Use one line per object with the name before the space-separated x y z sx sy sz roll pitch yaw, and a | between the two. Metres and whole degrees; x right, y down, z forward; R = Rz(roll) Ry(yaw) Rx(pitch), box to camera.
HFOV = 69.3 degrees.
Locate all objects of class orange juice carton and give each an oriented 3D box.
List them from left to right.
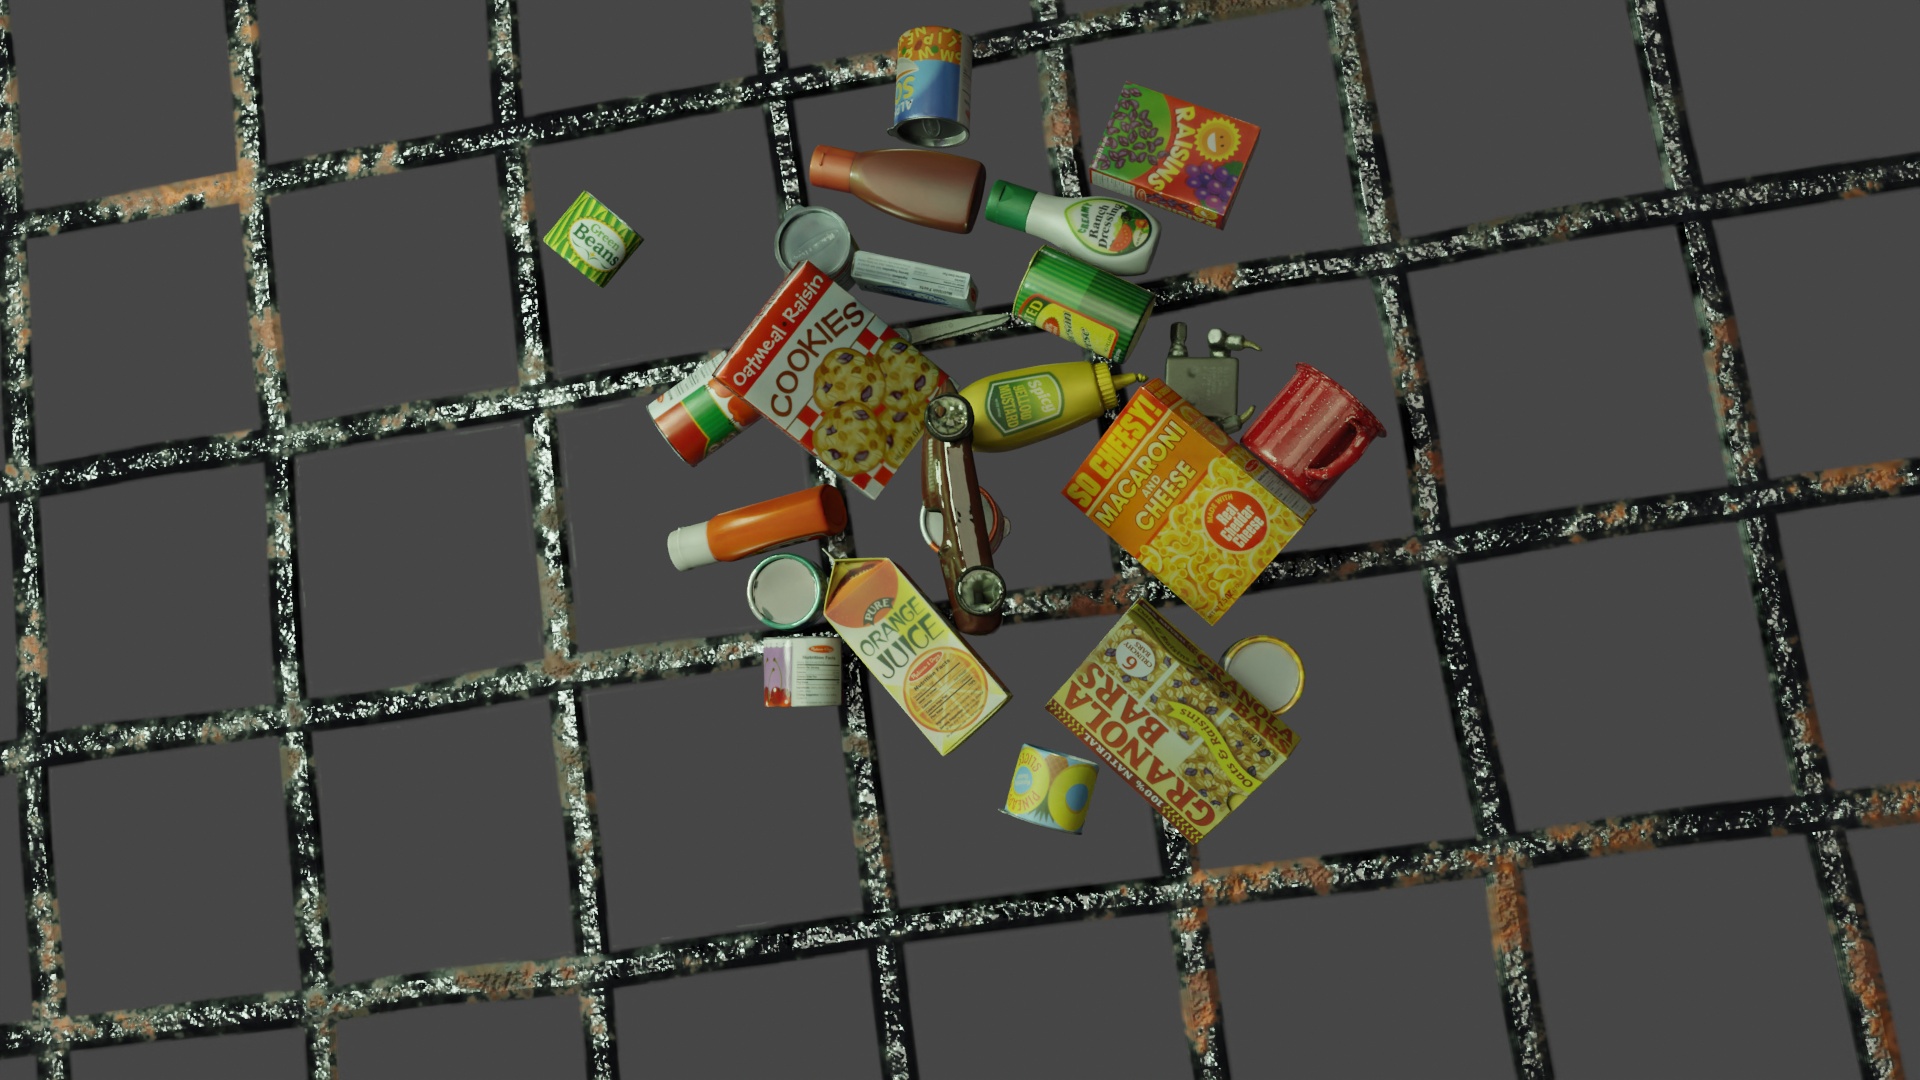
orange juice carton | -0.046 0.081 1.146 0.073 0.072 0.193 -42 81 0

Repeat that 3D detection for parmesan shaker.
parmesan shaker | 0.104 -0.198 1.162 0.103 0.071 0.071 26 87 8

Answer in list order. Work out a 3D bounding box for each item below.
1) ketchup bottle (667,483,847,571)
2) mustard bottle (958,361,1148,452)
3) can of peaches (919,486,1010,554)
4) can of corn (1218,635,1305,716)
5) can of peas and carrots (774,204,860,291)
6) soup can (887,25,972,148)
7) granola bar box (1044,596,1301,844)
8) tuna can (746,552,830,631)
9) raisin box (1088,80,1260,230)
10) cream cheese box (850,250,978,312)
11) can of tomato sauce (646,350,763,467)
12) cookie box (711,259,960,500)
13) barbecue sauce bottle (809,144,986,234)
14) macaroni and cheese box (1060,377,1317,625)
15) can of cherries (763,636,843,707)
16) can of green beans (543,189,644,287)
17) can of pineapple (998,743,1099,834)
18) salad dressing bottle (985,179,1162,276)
ketchup bottle | -0.174 -0.009 1.178 0.149 0.065 0.043 -14 94 13
mustard bottle | 0.079 -0.120 1.167 0.160 0.049 0.065 -16 84 4
can of peaches | 0.004 -0.015 1.159 0.071 0.058 0.071 -1 83 7
can of corn | 0.243 0.109 1.118 0.071 0.058 0.071 -1 84 6
can of peas and carrots | -0.123 -0.249 1.200 0.071 0.058 0.071 -1 83 6
soup can | -0.026 -0.391 1.202 0.071 0.071 0.084 1 83 7
granola bar box | 0.165 0.145 1.101 0.166 0.039 0.123 42 125 9
tuna can | -0.144 0.044 1.181 0.071 0.033 0.071 -1 84 7
raisin box | 0.182 -0.328 1.186 0.123 0.040 0.086 22 86 10
cream cheese box | -0.039 -0.222 1.190 0.104 0.053 0.024 13 87 8
can of tomato sauce | -0.214 -0.112 1.191 0.083 0.071 0.071 -36 81 1
cookie box | -0.104 -0.133 1.158 0.167 0.040 0.123 38 84 -16
barbecue sauce bottle | -0.056 -0.312 1.208 0.148 0.043 0.065 14 85 8
macaroni and cheese box | 0.181 -0.031 1.123 0.166 0.040 0.123 42 122 10
can of cherries | -0.132 0.109 1.157 0.071 0.071 0.058 -2 84 6
can of green beans | -0.322 -0.264 1.219 0.071 0.071 0.058 39 89 9
can of pineapple | 0.073 0.200 1.121 0.071 0.071 0.058 15 85 8
salad dressing bottle | 0.095 -0.270 1.185 0.148 0.044 0.064 19 76 8
